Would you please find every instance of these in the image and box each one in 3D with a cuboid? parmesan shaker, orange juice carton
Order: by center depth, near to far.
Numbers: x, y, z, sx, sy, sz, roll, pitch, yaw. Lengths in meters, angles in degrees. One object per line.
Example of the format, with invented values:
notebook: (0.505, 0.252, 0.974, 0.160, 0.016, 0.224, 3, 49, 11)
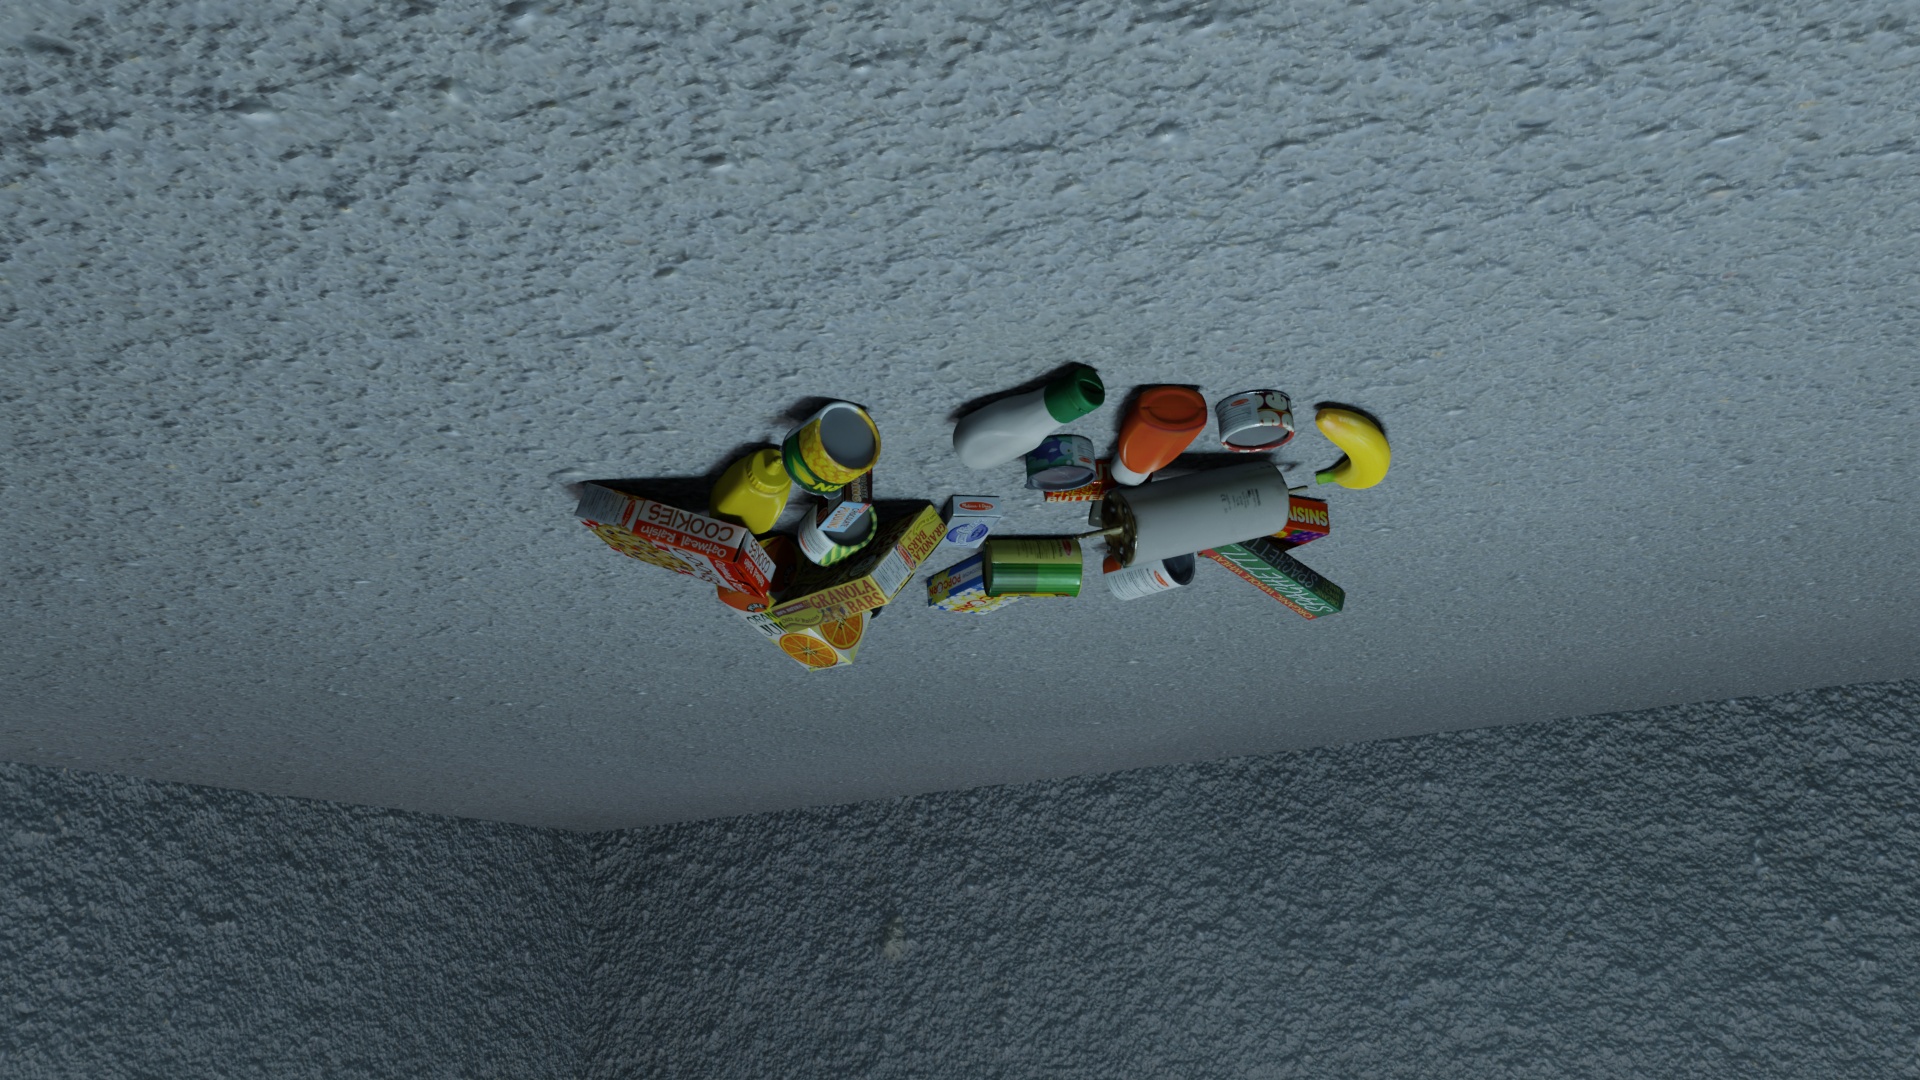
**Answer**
orange juice carton: (-0.192, 0.060, 1.520, 0.071, 0.073, 0.192, -14, 133, 40)
parmesan shaker: (0.079, 0.030, 1.562, 0.103, 0.071, 0.071, 0, 161, -9)

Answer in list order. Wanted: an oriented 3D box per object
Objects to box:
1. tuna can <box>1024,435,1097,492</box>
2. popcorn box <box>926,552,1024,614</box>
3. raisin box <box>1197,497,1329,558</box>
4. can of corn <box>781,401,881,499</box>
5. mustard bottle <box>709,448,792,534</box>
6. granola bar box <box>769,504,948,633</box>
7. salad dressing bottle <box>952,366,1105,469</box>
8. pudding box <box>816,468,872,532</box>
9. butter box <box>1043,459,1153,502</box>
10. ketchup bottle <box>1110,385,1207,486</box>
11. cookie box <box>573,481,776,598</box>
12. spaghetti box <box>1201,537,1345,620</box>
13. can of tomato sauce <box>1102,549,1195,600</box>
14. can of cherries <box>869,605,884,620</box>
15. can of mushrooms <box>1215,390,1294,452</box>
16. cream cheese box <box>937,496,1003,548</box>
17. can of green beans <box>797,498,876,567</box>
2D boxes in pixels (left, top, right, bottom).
tuna can: (0.091, -0.071, 1.300, 0.071, 0.033, 0.071, -3, 162, -1)
popcorn box: (0.029, 0.052, 1.659, 0.085, 0.038, 0.126, 9, 158, -34)
raisin box: (0.329, -0.012, 1.519, 0.086, 0.040, 0.123, 8, 160, -29)
can of corn: (-0.109, -0.076, 1.186, 0.071, 0.071, 0.058, 10, 157, -35)
mustard bottle: (-0.187, -0.050, 1.287, 0.065, 0.049, 0.159, 11, 157, -22)
granola bar box: (-0.105, 0.031, 1.439, 0.165, 0.125, 0.039, -19, 113, 44)
salad dressing bottle: (0.058, -0.104, 1.179, 0.064, 0.044, 0.147, 15, 153, -40)
pudding box: (-0.111, -0.044, 1.318, 0.030, 0.050, 0.083, 8, 158, -23)
butter box: (0.134, -0.059, 1.360, 0.103, 0.024, 0.053, -3, 161, -3)
ketchup bottle: (0.170, -0.089, 1.243, 0.065, 0.043, 0.148, 0, 162, -9)
cookie box: (-0.274, 0.002, 1.350, 0.167, 0.040, 0.122, 16, 165, 11)
spaghetti box: (0.308, 0.016, 1.478, 0.250, 0.029, 0.050, 30, 151, -24)
can of tomato sauce: (0.214, 0.027, 1.577, 0.083, 0.071, 0.071, -19, 156, 40)
can of cherries: (-0.132, 0.069, 1.627, 0.058, 0.071, 0.071, -17, 158, 36)
can of mushrooms: (0.263, -0.105, 1.231, 0.071, 0.033, 0.071, -3, 161, -1)
cream cheese box: (0.005, -0.018, 1.460, 0.053, 0.024, 0.103, 2, 161, -14)
can of green beans: (-0.123, -0.013, 1.384, 0.071, 0.071, 0.057, 4, 160, -23)
